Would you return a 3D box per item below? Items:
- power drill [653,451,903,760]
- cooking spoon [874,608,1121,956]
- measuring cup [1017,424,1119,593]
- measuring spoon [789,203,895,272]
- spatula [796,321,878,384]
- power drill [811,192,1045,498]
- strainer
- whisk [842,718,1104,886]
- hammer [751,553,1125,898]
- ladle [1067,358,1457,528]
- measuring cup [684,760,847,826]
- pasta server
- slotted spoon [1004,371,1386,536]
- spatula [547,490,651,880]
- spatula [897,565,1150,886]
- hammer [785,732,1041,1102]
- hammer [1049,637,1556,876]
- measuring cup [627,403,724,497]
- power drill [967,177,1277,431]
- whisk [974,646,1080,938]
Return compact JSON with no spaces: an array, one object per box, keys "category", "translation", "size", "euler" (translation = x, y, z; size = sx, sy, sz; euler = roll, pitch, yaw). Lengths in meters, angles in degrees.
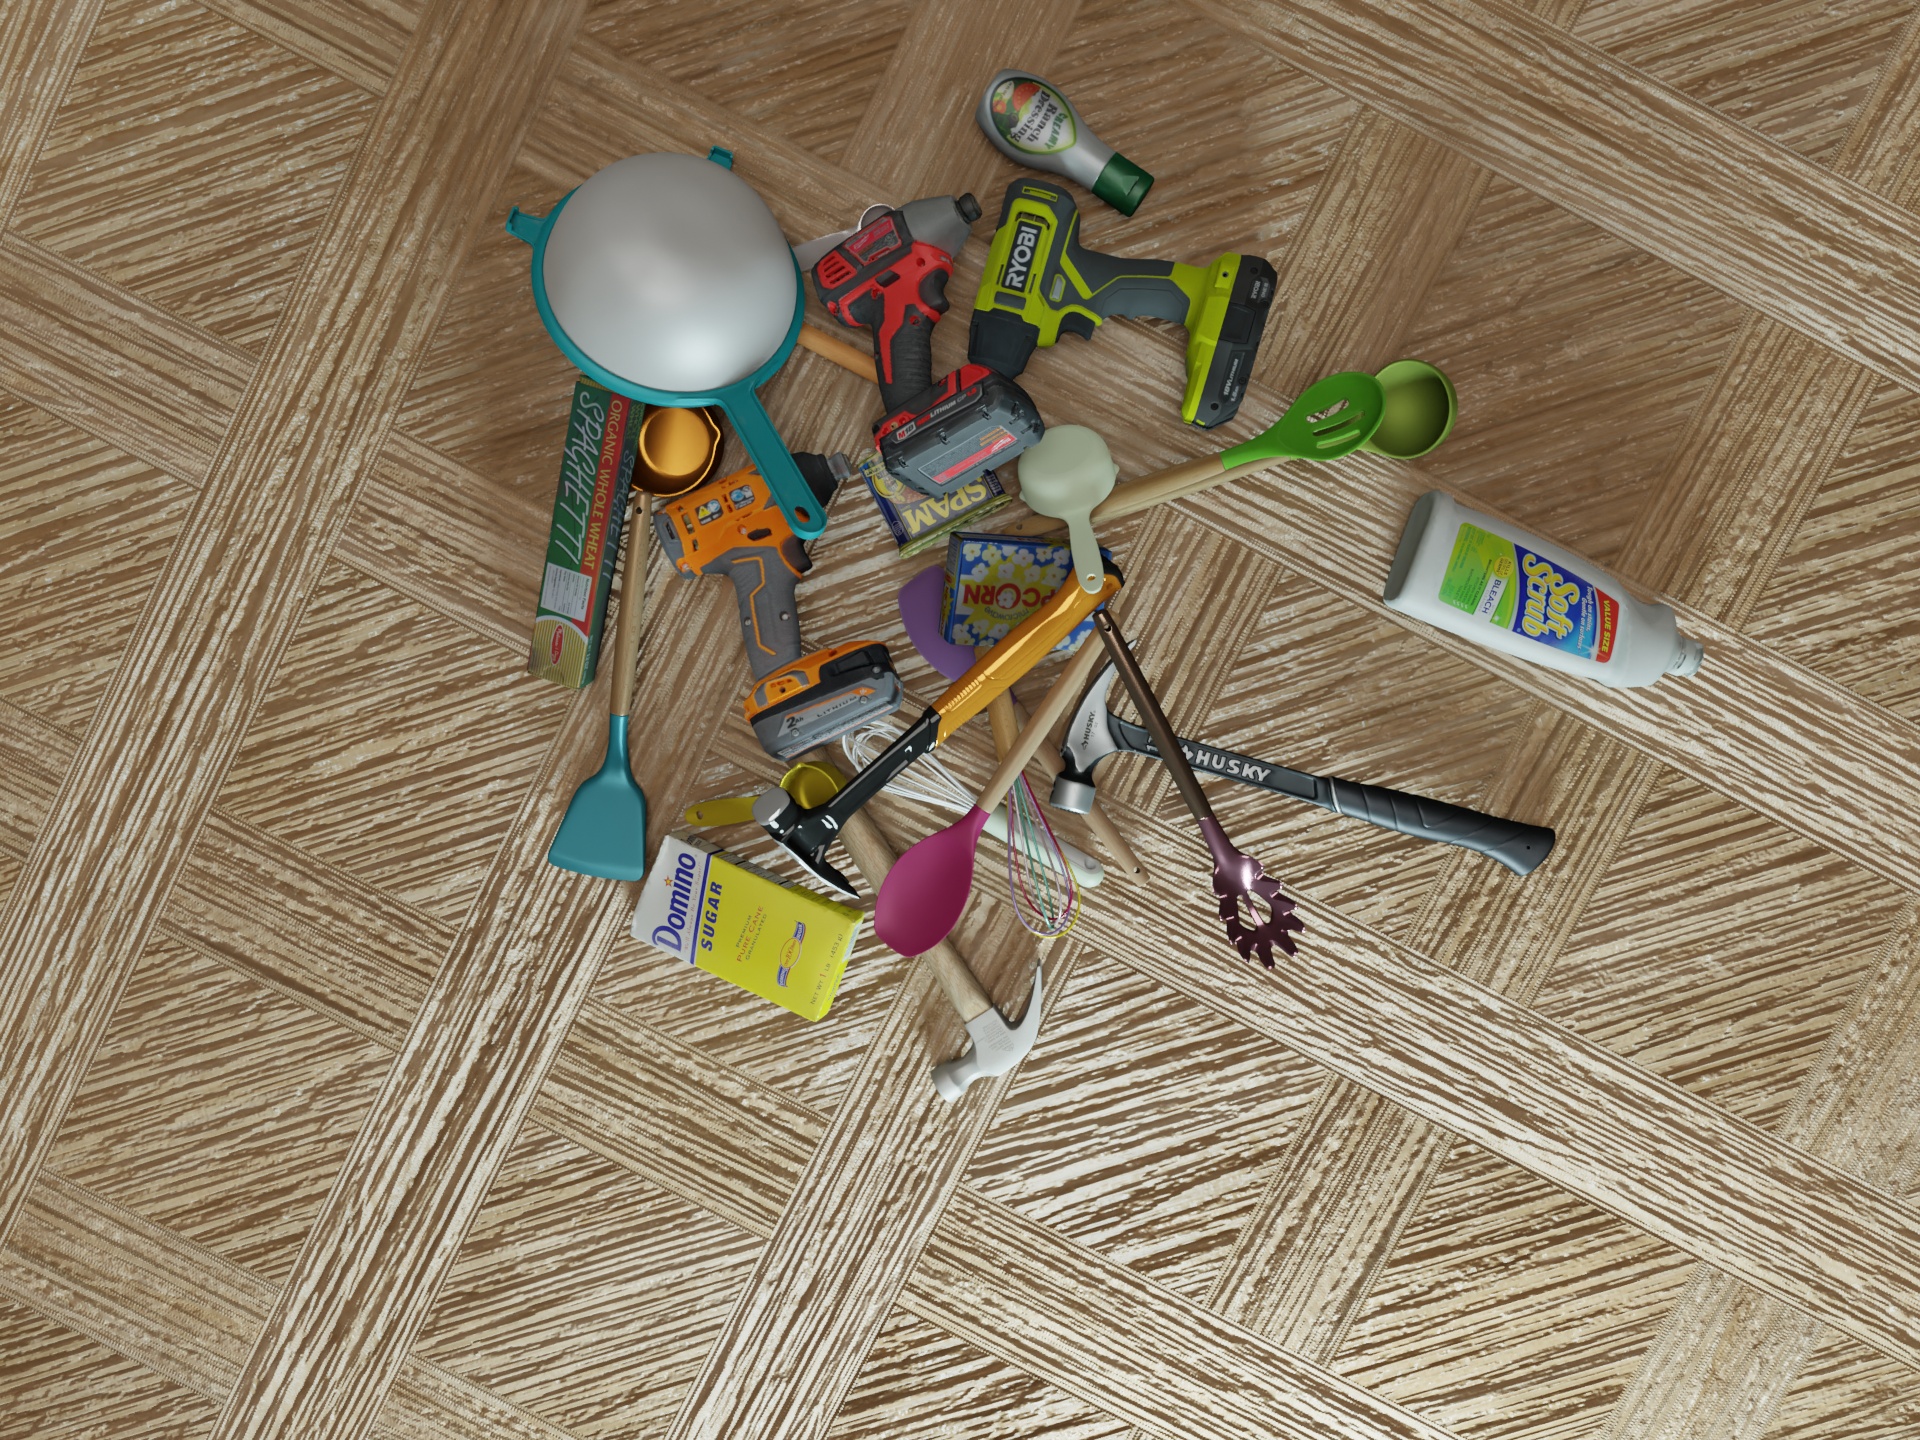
[{"category":"power drill","translation":[-0.129,-0.100,1.261],"size":[0.164,0.084,0.226],"euler":[-26,80,3]},{"category":"cooking spoon","translation":[0.032,0.048,1.249],"size":[0.069,0.017,0.319],"euler":[35,96,17]},{"category":"measuring cup","translation":[0.087,-0.167,1.232],"size":[0.083,0.168,0.038],"euler":[-15,139,8]},{"category":"measuring spoon","translation":[-0.105,-0.382,1.286],"size":[0.124,0.018,0.034],"euler":[-19,92,10]},{"category":"spatula","translation":[-0.147,-0.326,1.275],"size":[0.322,0.041,0.081],"euler":[27,70,-3]},{"category":"power drill","translation":[-0.022,-0.295,1.213],"size":[0.143,0.078,0.220],"euler":[-27,68,20]},{"category":"strainer","translation":[-0.183,-0.296,1.191],"size":[0.211,0.095,0.340],"euler":[-26,81,-23]},{"category":"whisk","translation":[0.011,0.070,1.304],"size":[0.246,0.058,0.059],"euler":[30,129,-5]},{"category":"hammer","translation":[-0.002,-0.004,1.237],"size":[0.337,0.034,0.127],"euler":[-42,134,-2]},{"category":"ladle","translation":[0.237,-0.210,1.270],"size":[0.320,0.062,0.078],"euler":[-17,84,5]},{"category":"measuring cup","translation":[-0.158,0.067,1.301],"size":[0.156,0.029,0.062],"euler":[-9,98,29]},{"category":"pasta server","translation":[0.181,0.053,1.243],"size":[0.060,0.040,0.316],"euler":[-29,103,1]},{"category":"slotted spoon","translation":[0.181,-0.198,1.255],"size":[0.314,0.031,0.070],"euler":[-18,65,14]},{"category":"spatula","translation":[-0.275,-0.028,1.287],"size":[0.082,0.044,0.317],"euler":[11,106,4]},{"category":"spatula","translation":[0.055,0.010,1.310],"size":[0.060,0.018,0.316],"euler":[-38,92,-5]},{"category":"hammer","translation":[-0.045,0.147,1.317],"size":[0.130,0.031,0.331],"euler":[-33,93,4]},{"category":"hammer","translation":[0.285,0.050,1.294],"size":[0.409,0.036,0.149],"euler":[15,89,-3]},{"category":"measuring cup","translation":[-0.239,-0.265,1.273],"size":[0.095,0.052,0.173],"euler":[-7,97,6]},{"category":"power drill","translation":[0.122,-0.314,1.255],"size":[0.223,0.080,0.171],"euler":[16,94,4]},{"category":"whisk","translation":[0.050,0.053,1.274],"size":[0.047,0.051,0.245],"euler":[-16,80,23]}]
